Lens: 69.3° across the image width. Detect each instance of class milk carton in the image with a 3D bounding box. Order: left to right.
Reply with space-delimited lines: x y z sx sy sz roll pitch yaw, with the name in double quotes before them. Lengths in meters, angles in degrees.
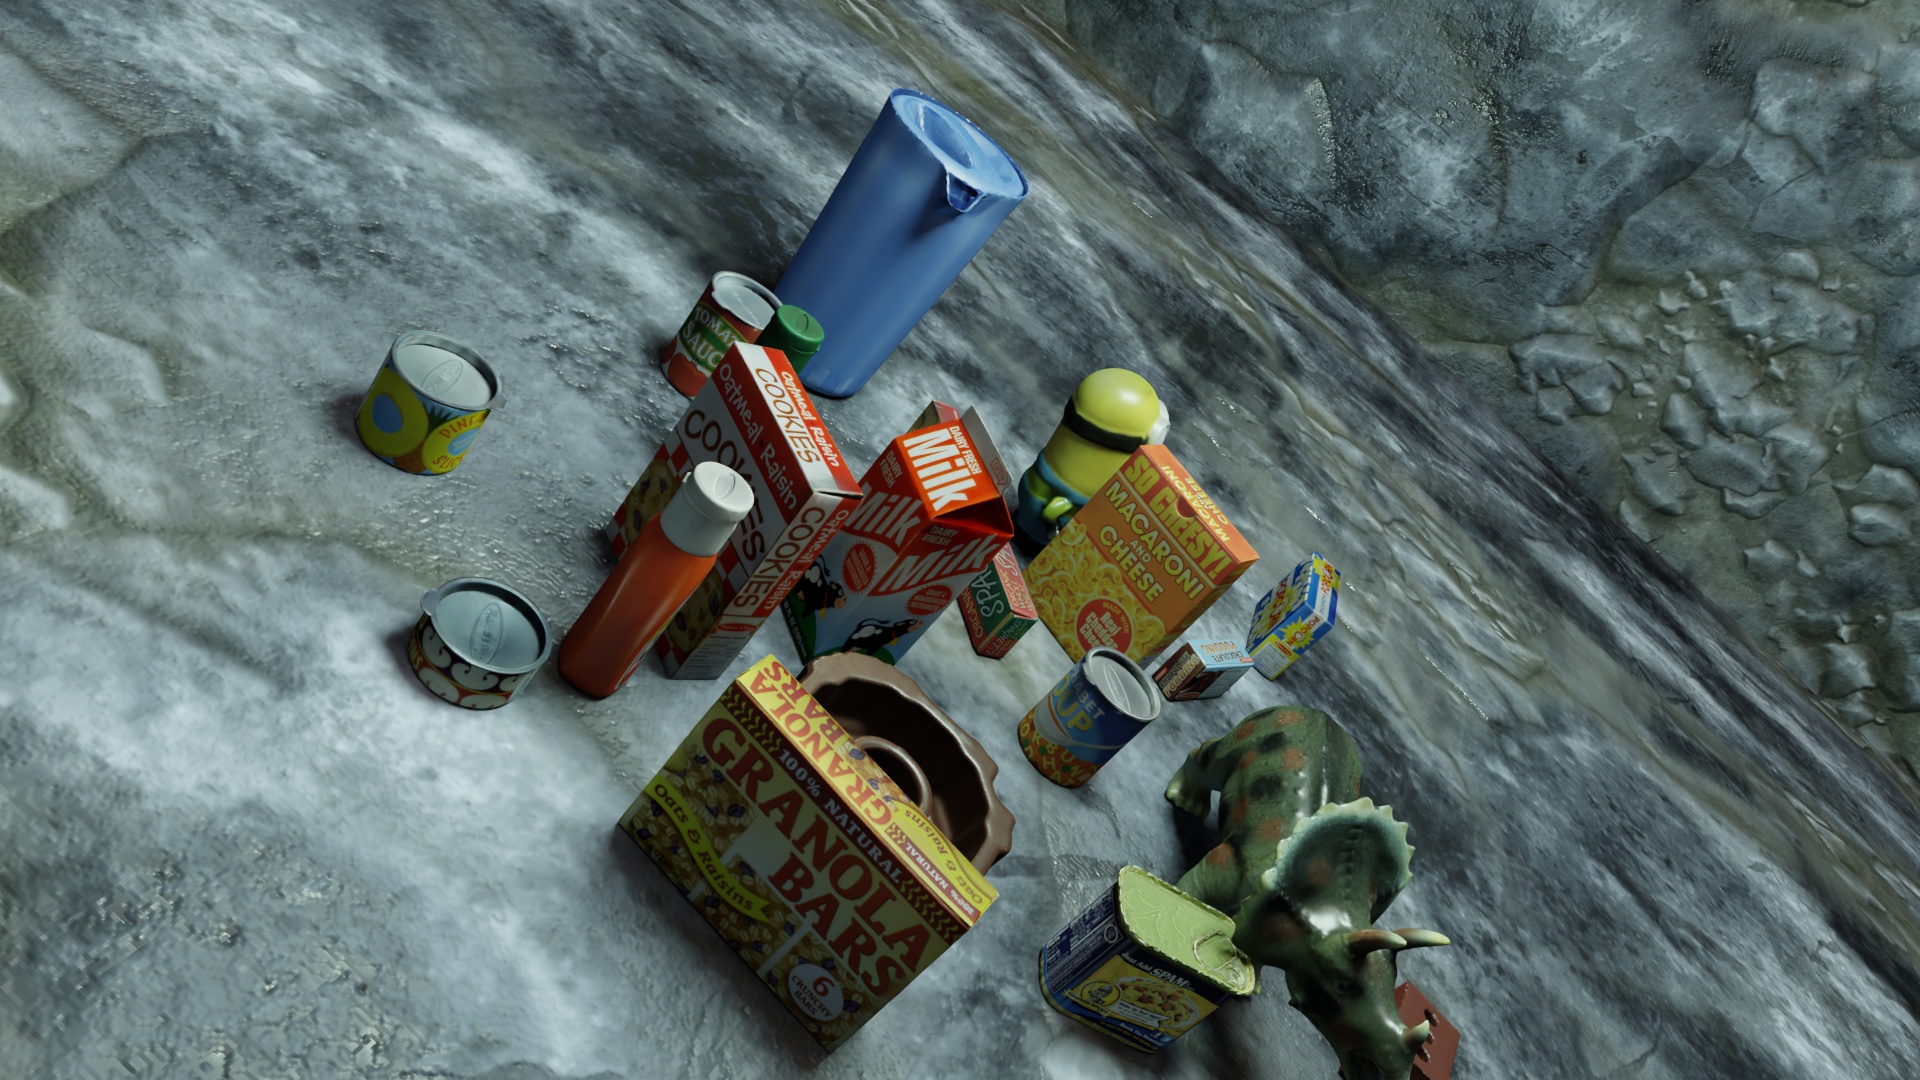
"milk carton" -0.035 0.001 0.905 0.073 0.189 0.072 12 40 -42

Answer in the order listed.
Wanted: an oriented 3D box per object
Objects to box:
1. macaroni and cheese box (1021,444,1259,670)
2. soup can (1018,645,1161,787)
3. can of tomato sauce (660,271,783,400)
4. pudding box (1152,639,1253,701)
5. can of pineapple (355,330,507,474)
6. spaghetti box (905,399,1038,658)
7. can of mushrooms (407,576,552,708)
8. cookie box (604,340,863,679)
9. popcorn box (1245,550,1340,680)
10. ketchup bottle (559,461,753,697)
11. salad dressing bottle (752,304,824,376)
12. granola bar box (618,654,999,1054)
"macaroni and cheese box" 0.136 0.025 1.101 0.040 0.165 0.124 -7 54 -54
"soup can" 0.089 0.126 0.991 0.071 0.083 0.072 30 30 -20
"can of tomato sauce" -0.180 -0.151 1.052 0.071 0.082 0.071 30 30 -20
"pudding box" 0.209 0.111 1.191 0.084 0.049 0.030 3 46 -48
"can of pineapple" -0.313 -0.080 0.821 0.071 0.057 0.071 30 30 -20
"spaghetti box" 0.004 -0.014 1.118 0.029 0.050 0.251 19 36 -35
"can of mushrooms" -0.255 0.053 0.732 0.071 0.033 0.071 30 30 -20
"cookie box" -0.139 -0.016 0.828 0.040 0.166 0.123 7 44 -47
"popcorn box" 0.322 0.072 1.344 0.038 0.085 0.127 40 29 -1
"ketchup bottle" -0.167 0.019 0.764 0.043 0.148 0.065 34 29 -13
"salad dressing bottle" -0.146 -0.095 0.949 0.044 0.147 0.064 32 30 -17
"granola bar box" -0.080 0.159 0.700 0.165 0.123 0.039 45 29 8
